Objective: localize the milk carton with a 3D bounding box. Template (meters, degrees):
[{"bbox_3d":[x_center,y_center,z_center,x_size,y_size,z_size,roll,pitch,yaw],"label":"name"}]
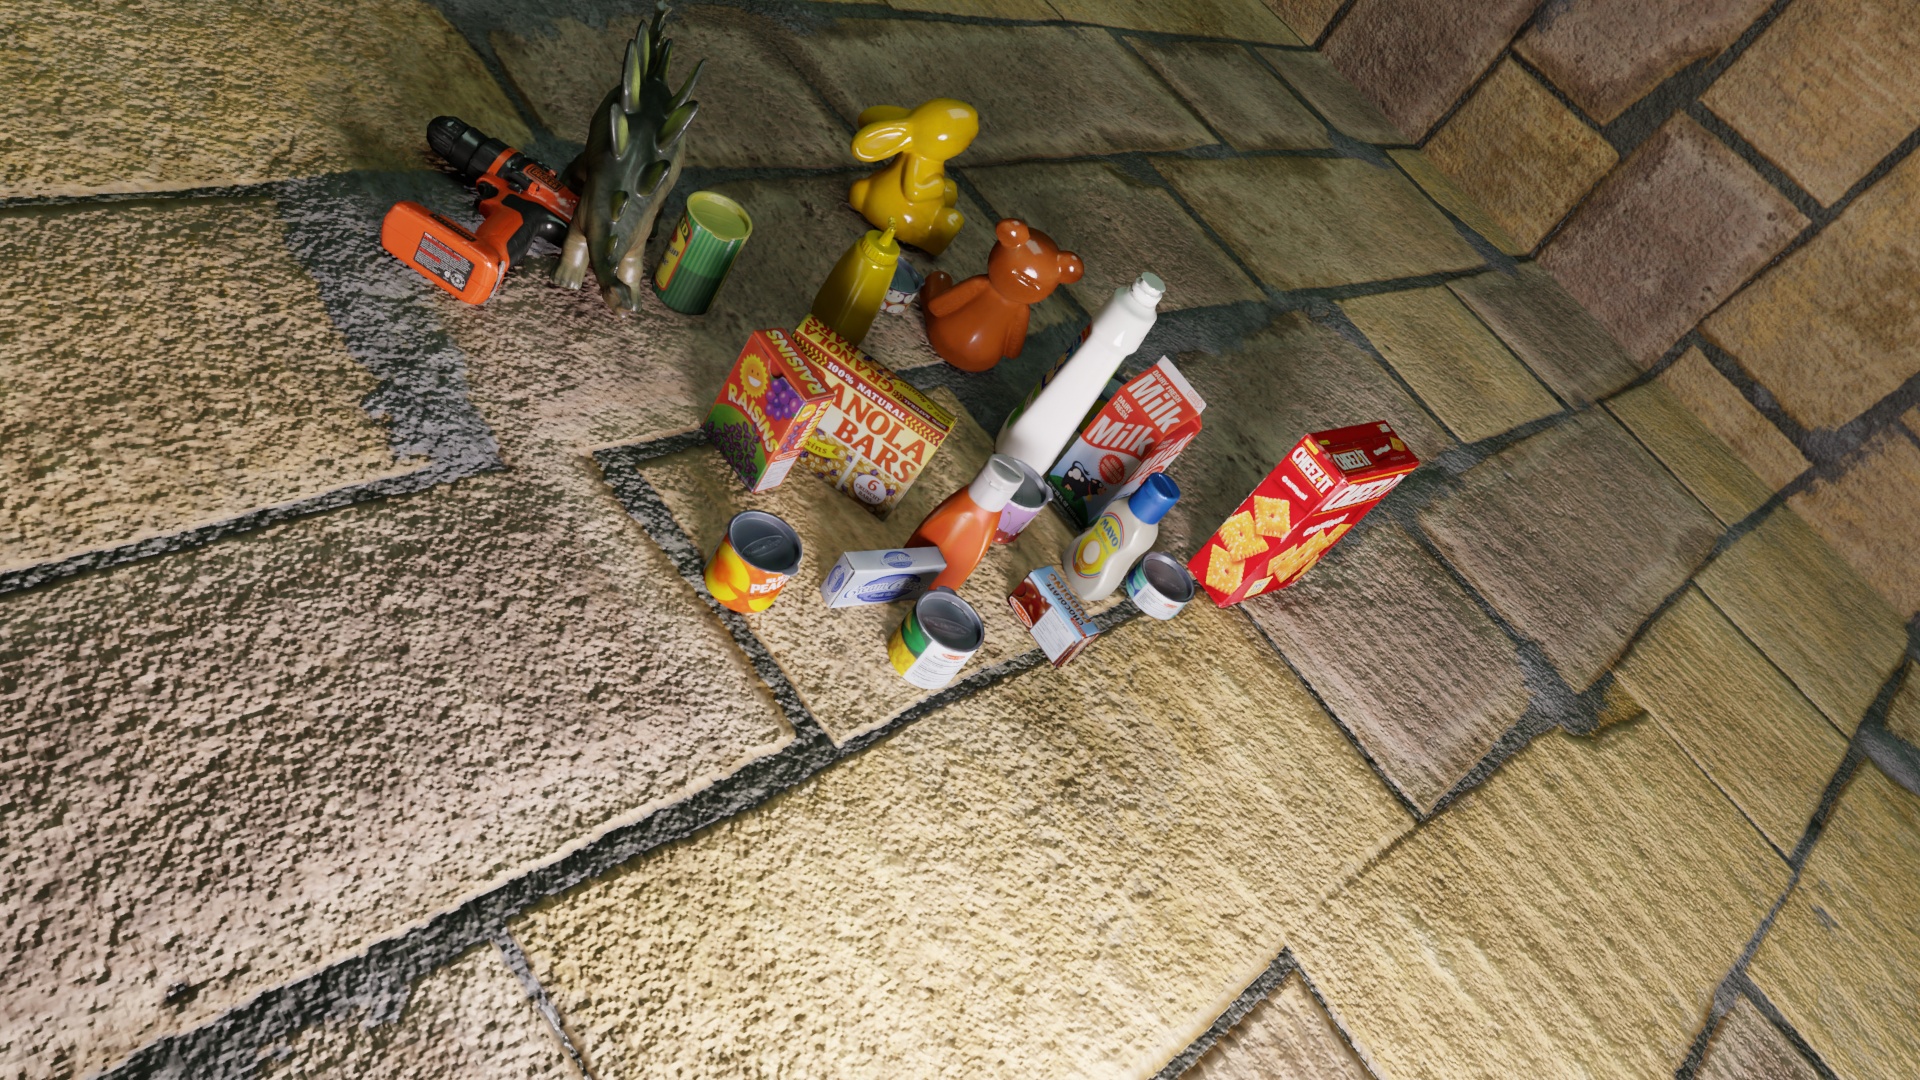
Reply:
[{"bbox_3d":[0.176,-0.101,1.431,0.074,0.189,0.072,-16,62,-46],"label":"milk carton"}]

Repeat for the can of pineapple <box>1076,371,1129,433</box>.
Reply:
[{"bbox_3d":[0.164,-0.153,1.583,0.071,0.057,0.071,22,41,-20],"label":"can of pineapple"}]

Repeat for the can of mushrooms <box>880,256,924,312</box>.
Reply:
[{"bbox_3d":[-0.078,-0.287,1.549,0.071,0.033,0.071,21,41,-20],"label":"can of mushrooms"}]

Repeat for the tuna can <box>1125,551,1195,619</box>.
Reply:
[{"bbox_3d":[0.206,0.045,1.433,0.071,0.032,0.071,21,41,-20],"label":"tuna can"}]

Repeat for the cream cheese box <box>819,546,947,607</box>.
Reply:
[{"bbox_3d":[-0.067,0.032,1.216,0.104,0.053,0.024,-3,53,-40],"label":"cream cheese box"}]

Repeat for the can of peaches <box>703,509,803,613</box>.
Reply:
[{"bbox_3d":[-0.170,0.020,1.145,0.071,0.057,0.071,22,41,-20],"label":"can of peaches"}]

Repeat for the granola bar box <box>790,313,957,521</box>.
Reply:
[{"bbox_3d":[-0.103,-0.111,1.276,0.165,0.123,0.039,35,38,-3],"label":"granola bar box"}]

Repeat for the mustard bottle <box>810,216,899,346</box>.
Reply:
[{"bbox_3d":[-0.099,-0.263,1.405,0.049,0.159,0.065,0,51,-38],"label":"mustard bottle"}]

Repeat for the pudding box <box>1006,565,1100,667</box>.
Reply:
[{"bbox_3d":[0.086,0.070,1.300,0.030,0.049,0.084,-15,61,-46],"label":"pudding box"}]

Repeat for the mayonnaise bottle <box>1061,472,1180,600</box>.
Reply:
[{"bbox_3d":[0.157,-0.007,1.354,0.041,0.147,0.065,1,51,-38],"label":"mayonnaise bottle"}]

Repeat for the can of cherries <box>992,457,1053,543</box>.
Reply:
[{"bbox_3d":[0.047,-0.038,1.373,0.071,0.058,0.072,22,41,-20],"label":"can of cherries"}]

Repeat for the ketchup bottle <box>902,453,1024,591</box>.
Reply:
[{"bbox_3d":[0.004,-0.016,1.243,0.065,0.148,0.044,35,38,-4],"label":"ketchup bottle"}]

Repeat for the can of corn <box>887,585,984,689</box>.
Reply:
[{"bbox_3d":[-0.022,0.084,1.195,0.071,0.058,0.071,22,41,-20],"label":"can of corn"}]

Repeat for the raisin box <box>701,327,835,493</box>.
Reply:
[{"bbox_3d":[-0.172,-0.115,1.227,0.040,0.122,0.086,-18,63,-47],"label":"raisin box"}]

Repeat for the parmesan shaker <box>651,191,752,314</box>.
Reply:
[{"bbox_3d":[-0.252,-0.275,1.344,0.071,0.102,0.072,22,41,-20],"label":"parmesan shaker"}]
